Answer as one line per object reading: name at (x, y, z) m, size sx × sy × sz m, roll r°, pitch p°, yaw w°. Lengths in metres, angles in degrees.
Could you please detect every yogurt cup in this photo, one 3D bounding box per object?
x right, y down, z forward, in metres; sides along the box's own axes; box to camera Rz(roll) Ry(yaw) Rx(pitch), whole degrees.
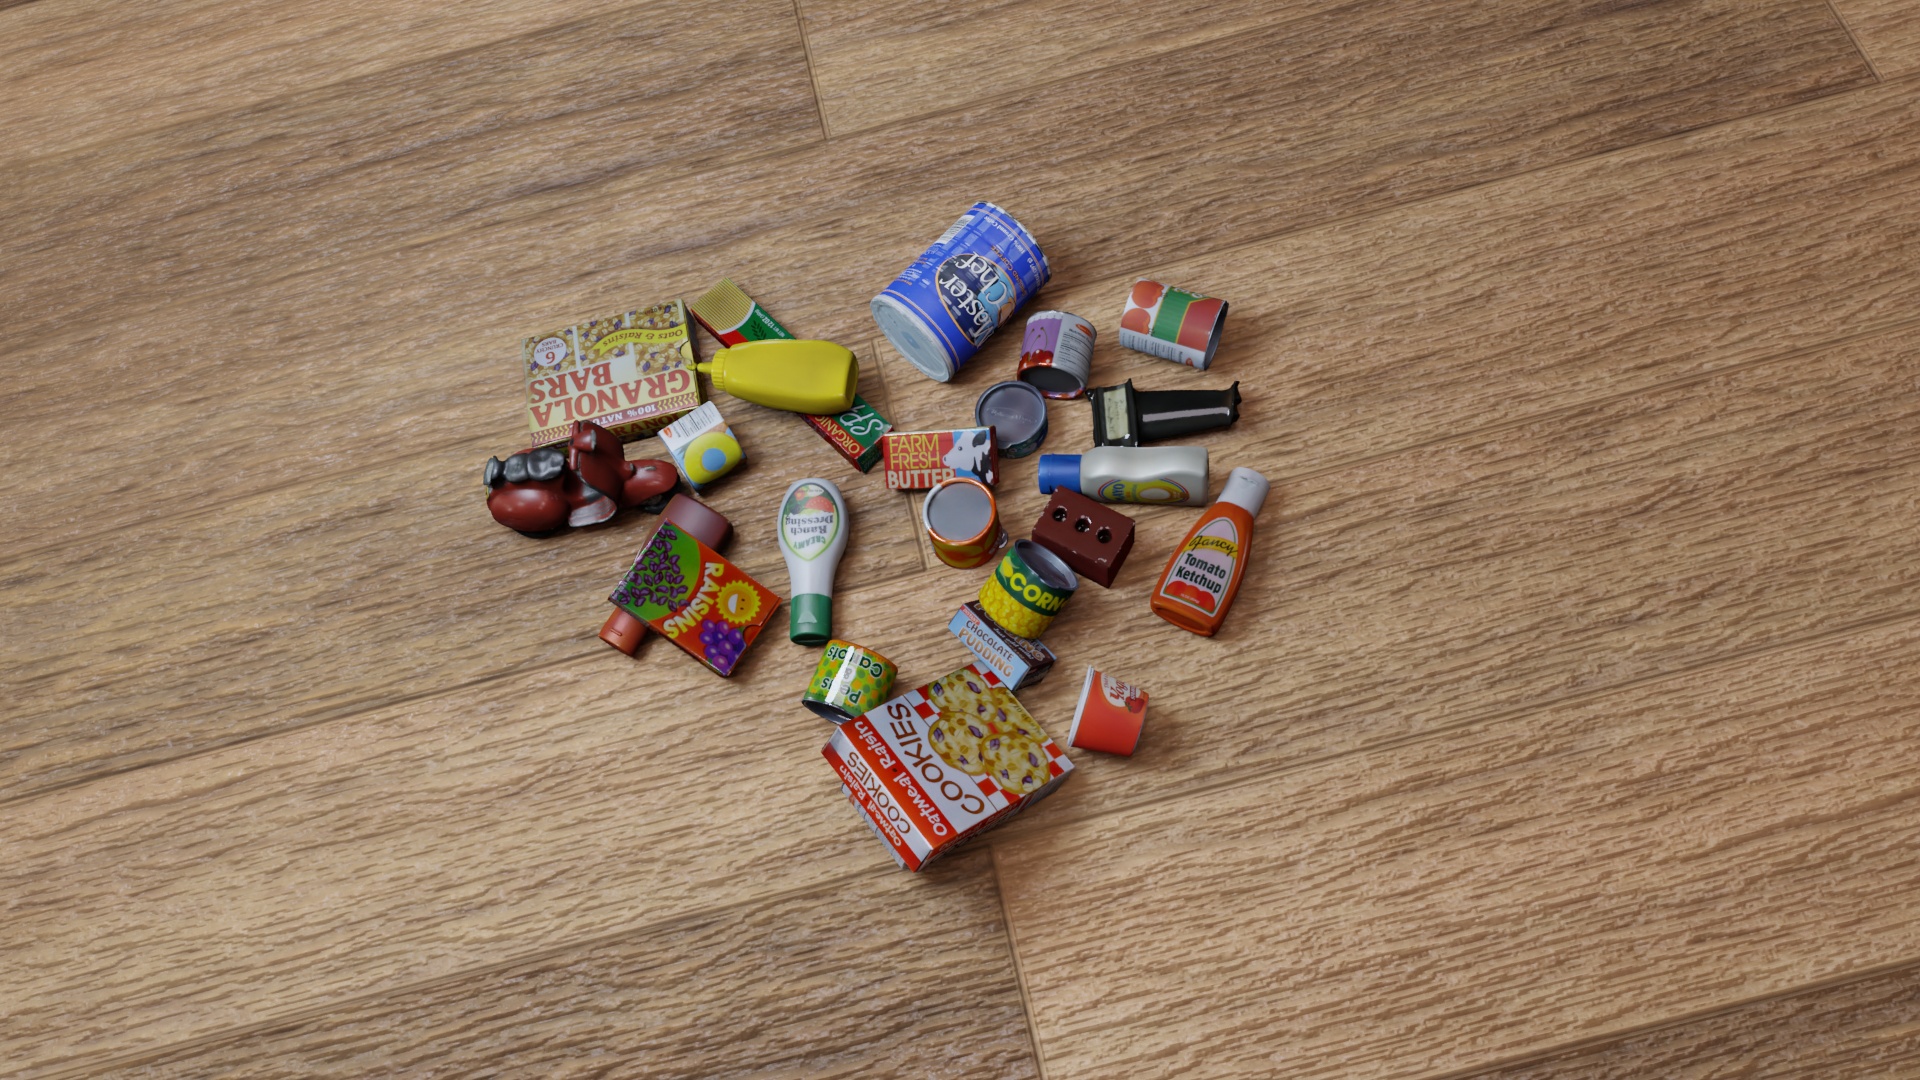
yogurt cup at (0.122, 0.144, 1.142) m, size 0.054 × 0.072 × 0.072 m, roll 16°, pitch 70°, yaw 5°

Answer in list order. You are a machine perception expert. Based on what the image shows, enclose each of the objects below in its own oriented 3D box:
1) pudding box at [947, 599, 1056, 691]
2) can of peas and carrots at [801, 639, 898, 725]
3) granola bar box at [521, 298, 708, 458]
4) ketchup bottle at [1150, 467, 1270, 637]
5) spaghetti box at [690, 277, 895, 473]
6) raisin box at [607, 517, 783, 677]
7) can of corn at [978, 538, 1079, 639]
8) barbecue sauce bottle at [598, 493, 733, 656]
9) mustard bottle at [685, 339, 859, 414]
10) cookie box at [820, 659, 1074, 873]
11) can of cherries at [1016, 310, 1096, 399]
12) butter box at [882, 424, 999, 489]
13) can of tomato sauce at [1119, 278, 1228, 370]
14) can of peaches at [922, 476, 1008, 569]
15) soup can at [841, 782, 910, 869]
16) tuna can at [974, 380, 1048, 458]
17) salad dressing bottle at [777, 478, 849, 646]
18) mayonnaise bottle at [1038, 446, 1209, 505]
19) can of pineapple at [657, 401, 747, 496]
pudding box at (0.036, 0.087, 1.182) m, size 0.084 × 0.050 × 0.030 m, roll 44°, pitch 115°, yaw 21°
can of peas and carrots at (-0.093, 0.122, 1.173) m, size 0.071 × 0.070 × 0.059 m, roll 18°, pitch 70°, yaw 14°
granola bar box at (-0.333, -0.154, 1.338) m, size 0.166 × 0.039 × 0.124 m, roll -14°, pitch 66°, yaw 1°
ketchup bottle at (0.221, 0.007, 1.200) m, size 0.065 × 0.043 × 0.149 m, roll 24°, pitch 71°, yaw 16°
spaghetti box at (-0.160, -0.160, 1.325) m, size 0.050 × 0.028 × 0.250 m, roll -43°, pitch 69°, yaw -11°
raisin box at (-0.231, 0.051, 1.210) m, size 0.123 × 0.040 × 0.086 m, roll 36°, pitch 73°, yaw -10°
can of corn at (0.057, 0.043, 1.179) m, size 0.071 × 0.071 × 0.058 m, roll 44°, pitch 112°, yaw 21°
barbecue sauce bottle at (-0.269, 0.033, 1.247) m, size 0.065 × 0.043 × 0.149 m, roll 28°, pitch 74°, yaw 10°
mustard bottle at (-0.176, -0.155, 1.281) m, size 0.160 × 0.048 × 0.065 m, roll 7°, pitch 70°, yaw 11°
cookie box at (-0.009, 0.176, 1.109) m, size 0.168 × 0.040 × 0.123 m, roll -20°, pitch 60°, yaw -43°
can of cherries at (0.087, -0.170, 1.282) m, size 0.071 × 0.071 × 0.058 m, roll 8°, pitch 69°, yaw 10°
butter box at (-0.018, -0.074, 1.253) m, size 0.103 × 0.024 × 0.053 m, roll -2°, pitch 97°, yaw 18°
can of tomato sauce at (0.197, -0.201, 1.279) m, size 0.083 × 0.071 × 0.071 m, roll 19°, pitch 71°, yaw 15°
can of peaches at (0.004, -0.015, 1.227) m, size 0.071 × 0.058 × 0.071 m, roll -3°, pitch 67°, yaw 6°
soup can at (-0.044, 0.213, 1.131) m, size 0.071 × 0.071 × 0.084 m, roll -38°, pitch 69°, yaw -9°
tuna can at (0.047, -0.108, 1.276) m, size 0.071 × 0.032 × 0.071 m, roll -3°, pitch 67°, yaw 6°
salad dressing bottle at (-0.131, 0.019, 1.236) m, size 0.064 × 0.044 × 0.148 m, roll -3°, pitch 67°, yaw 4°
mayonnaise bottle at (0.144, -0.057, 1.228) m, size 0.148 × 0.064 × 0.041 m, roll 1°, pitch 62°, yaw 12°
can of pineapple at (-0.237, -0.086, 1.284) m, size 0.058 × 0.070 × 0.071 m, roll -33°, pitch 67°, yaw -7°
